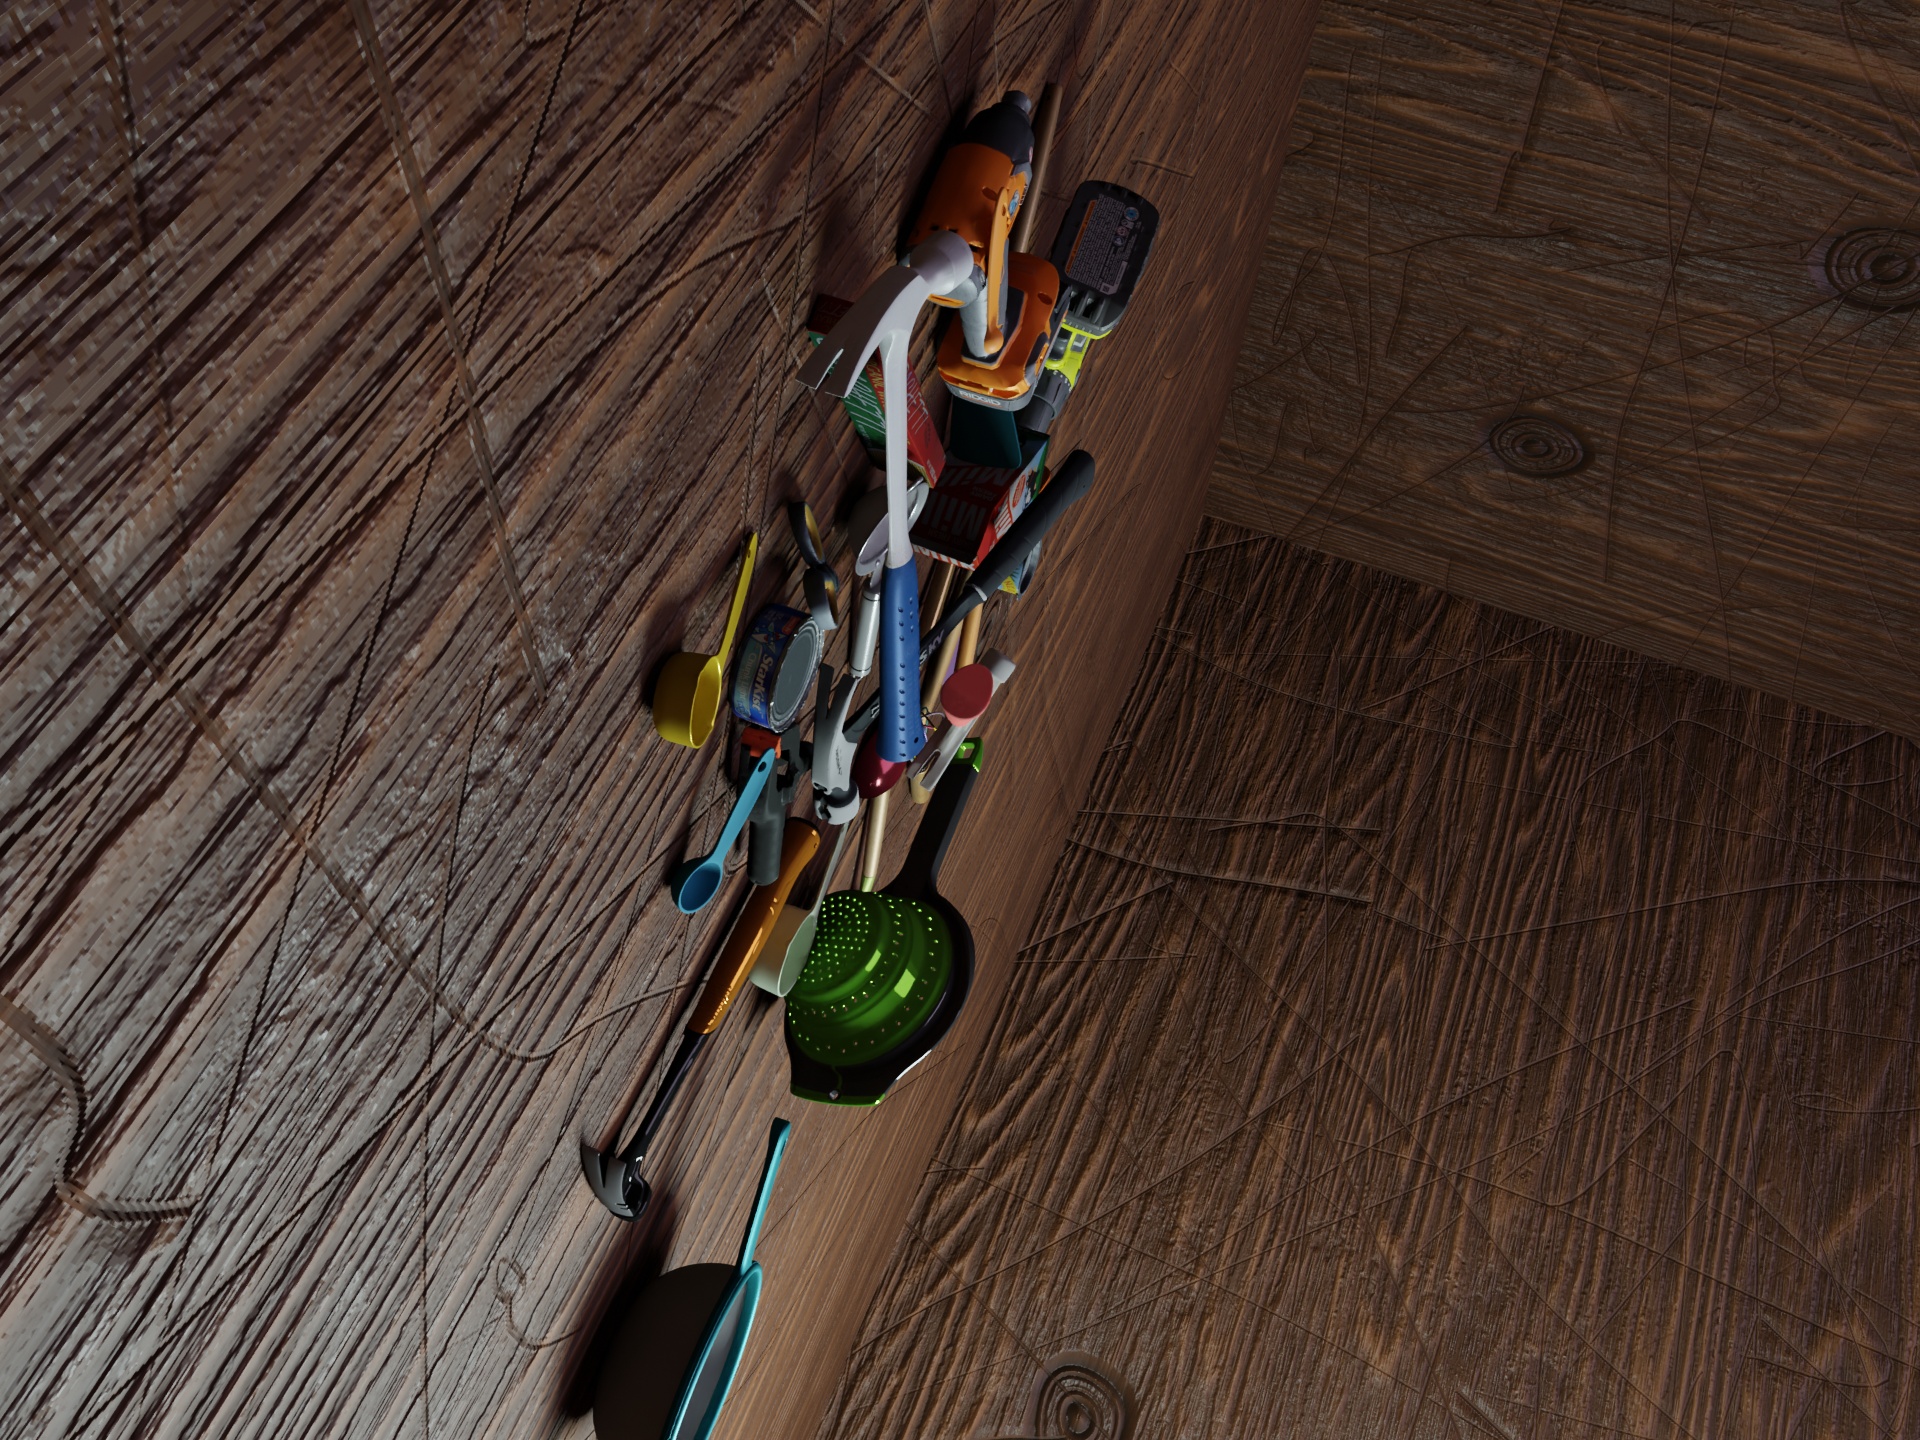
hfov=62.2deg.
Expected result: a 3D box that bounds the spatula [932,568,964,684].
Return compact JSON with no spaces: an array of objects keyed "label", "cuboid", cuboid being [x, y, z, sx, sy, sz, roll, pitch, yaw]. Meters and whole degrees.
[{"label":"spatula","cuboid":[0.019,-0.180,1.616,0.059,0.018,0.315,-17,127,-54]}]

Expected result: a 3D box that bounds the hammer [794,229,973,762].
[{"label":"hammer","cuboid":[-0.046,-0.115,1.065,0.144,0.035,0.405,-49,155,-36]}]

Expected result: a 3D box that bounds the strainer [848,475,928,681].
[{"label":"strainer","cuboid":[-0.070,-0.109,1.252,0.087,0.050,0.258,-46,162,-34]}]

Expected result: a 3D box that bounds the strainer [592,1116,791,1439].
[{"label":"strainer","cuboid":[-0.233,0.488,1.349,0.211,0.095,0.340,3,104,-82]}]

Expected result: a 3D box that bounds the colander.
[{"label":"colander","cuboid":[-0.070,0.156,1.476,0.094,0.204,0.397,51,49,-39]}]

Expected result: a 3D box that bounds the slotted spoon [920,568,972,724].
[{"label":"slotted spoon","cuboid":[0.009,-0.137,1.601,0.070,0.031,0.313,4,114,-40]}]

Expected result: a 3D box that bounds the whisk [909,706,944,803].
[{"label":"whisk","cuboid":[-0.041,0.041,1.647,0.244,0.047,0.051,92,13,-68]}]

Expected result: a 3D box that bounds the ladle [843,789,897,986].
[{"label":"ladle","cuboid":[-0.078,0.137,1.603,0.078,0.062,0.320,-48,153,-55]}]

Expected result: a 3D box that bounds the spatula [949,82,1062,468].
[{"label":"spatula","cuboid":[0.046,-0.375,1.341,0.044,0.082,0.317,9,97,-49]}]

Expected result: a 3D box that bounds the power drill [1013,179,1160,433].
[{"label":"power drill","cuboid":[0.098,-0.363,1.448,0.228,0.080,0.191,125,-14,-74]}]

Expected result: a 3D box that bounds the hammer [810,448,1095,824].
[{"label":"hammer","cuboid":[0.001,-0.098,1.302,0.409,0.036,0.149,-51,156,-33]}]

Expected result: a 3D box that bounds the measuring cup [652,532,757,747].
[{"label":"measuring cup","cuboid":[-0.156,-0.055,0.980,0.062,0.029,0.157,91,9,-59]}]

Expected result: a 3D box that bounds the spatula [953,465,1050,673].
[{"label":"spatula","cuboid":[0.018,-0.106,1.568,0.041,0.081,0.322,-24,132,-50]}]

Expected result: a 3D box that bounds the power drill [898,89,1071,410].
[{"label":"power drill","cuboid":[0.026,-0.351,1.200,0.226,0.084,0.164,60,51,-71]}]

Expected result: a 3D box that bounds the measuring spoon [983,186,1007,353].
[{"label":"measuring spoon","cuboid":[0.028,-0.310,1.103,0.021,0.011,0.116,-48,149,-51]}]

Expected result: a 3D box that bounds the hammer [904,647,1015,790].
[{"label":"hammer","cuboid":[-0.002,-0.004,1.361,0.149,0.037,0.359,-56,179,0]}]

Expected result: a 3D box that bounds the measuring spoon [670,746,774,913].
[{"label":"measuring spoon","cuboid":[-0.166,0.072,1.097,0.128,0.021,0.042,-62,154,1]}]

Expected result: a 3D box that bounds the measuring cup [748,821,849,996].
[{"label":"measuring cup","cuboid":[-0.140,0.153,1.372,0.083,0.038,0.168,77,32,-71]}]

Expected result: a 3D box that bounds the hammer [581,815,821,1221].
[{"label":"hammer","cuboid":[-0.191,0.213,1.228,0.127,0.034,0.337,94,18,-58]}]

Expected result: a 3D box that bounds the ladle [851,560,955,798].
[{"label":"ladle","cuboid":[-0.037,-0.074,1.504,0.069,0.031,0.315,24,82,-59]}]
